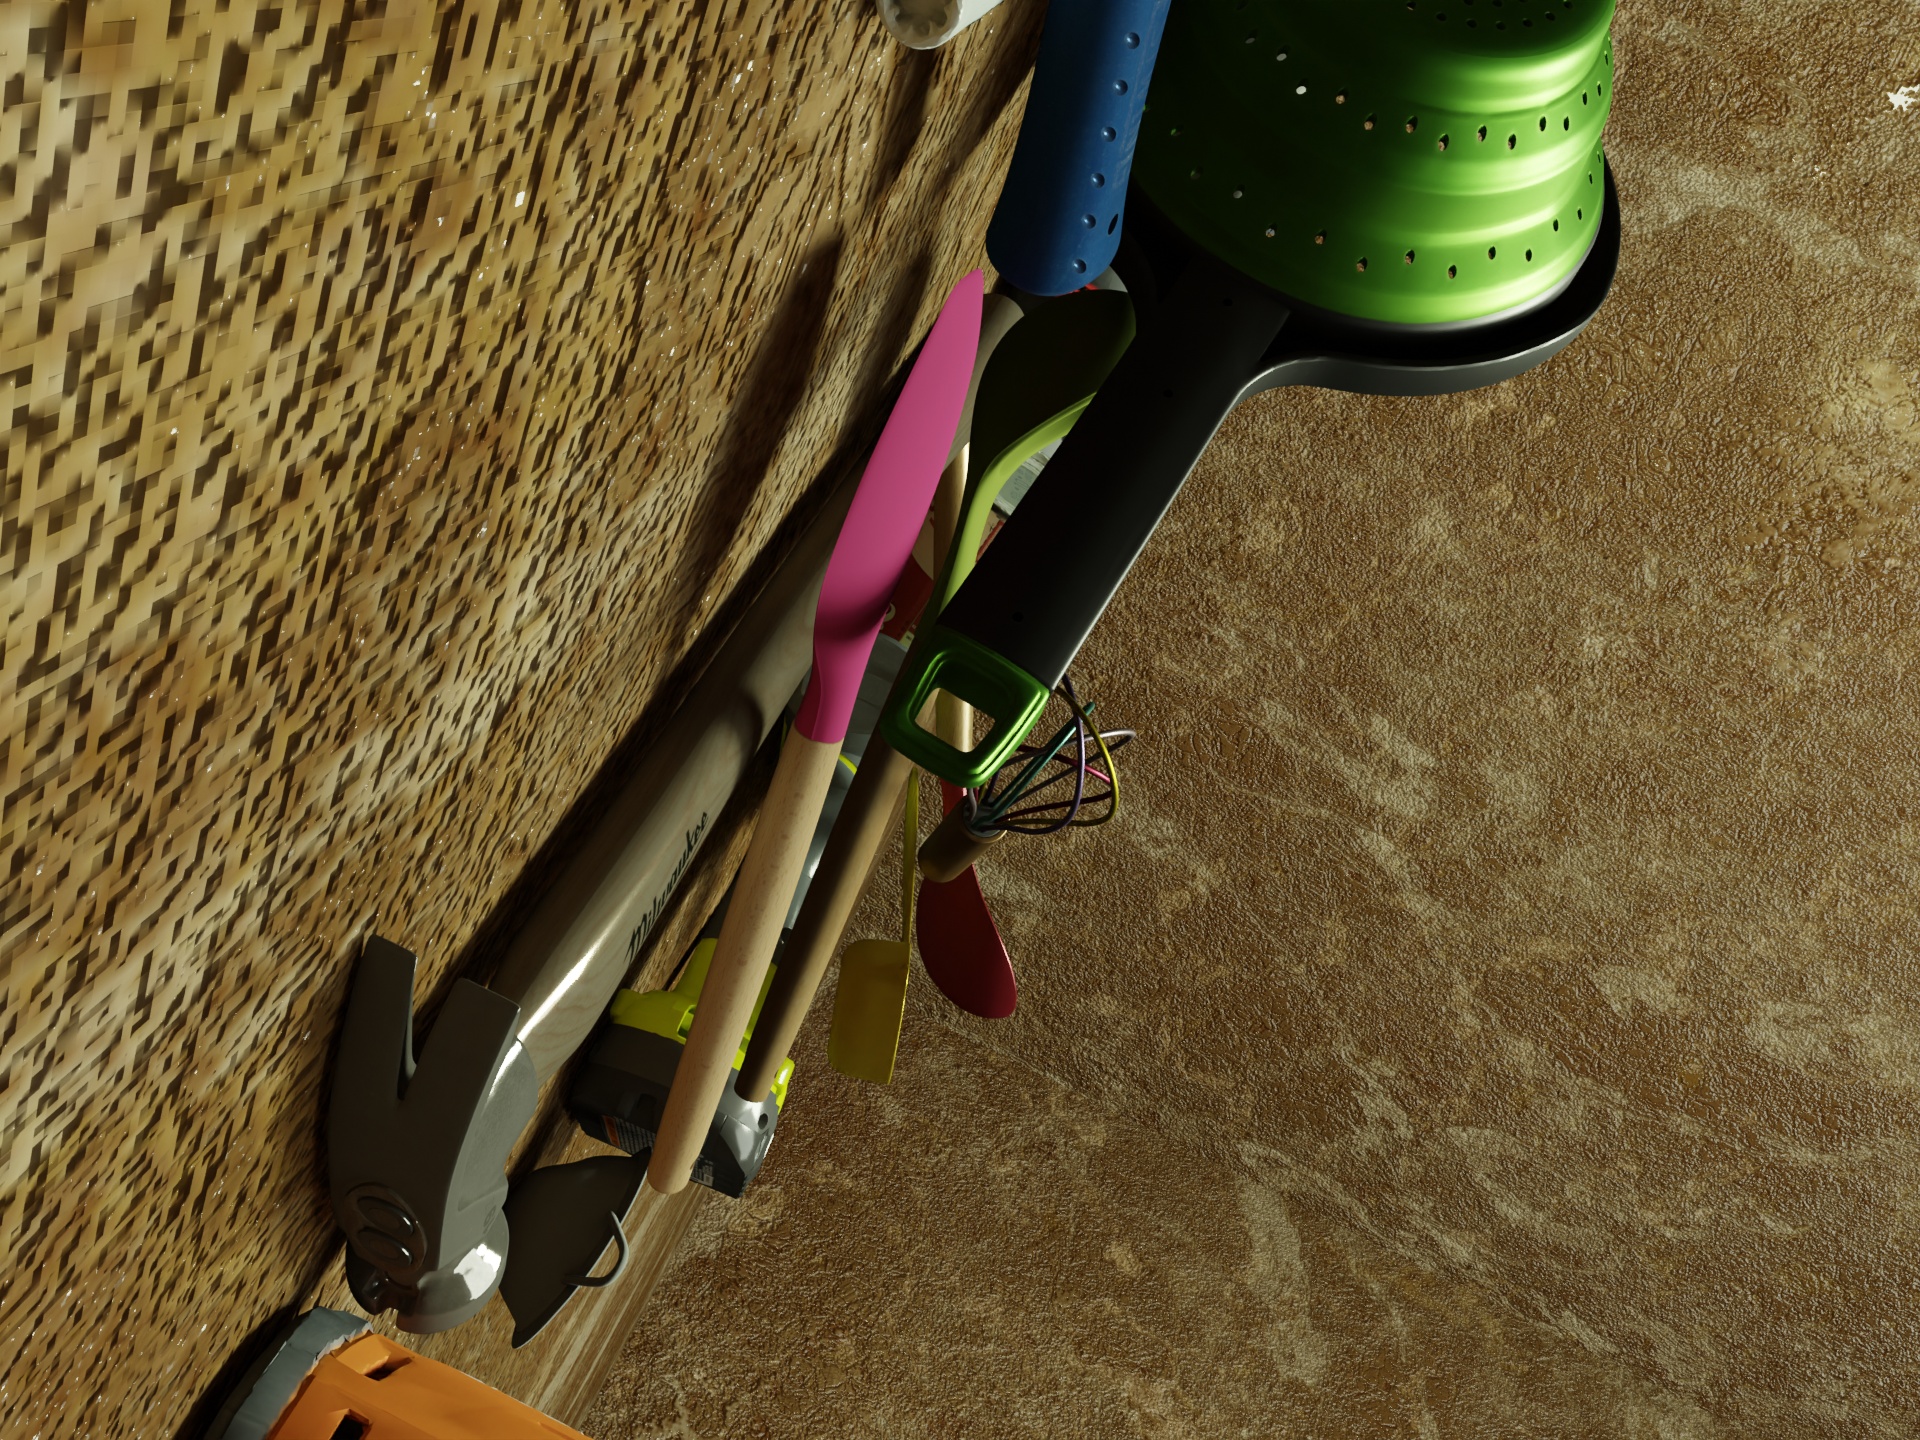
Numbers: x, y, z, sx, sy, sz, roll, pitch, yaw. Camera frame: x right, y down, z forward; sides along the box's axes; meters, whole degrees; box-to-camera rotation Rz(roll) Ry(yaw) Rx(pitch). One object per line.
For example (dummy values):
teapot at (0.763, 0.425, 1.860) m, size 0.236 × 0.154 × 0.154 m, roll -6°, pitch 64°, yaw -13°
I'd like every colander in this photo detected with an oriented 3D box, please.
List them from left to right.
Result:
colander at (0.094, -0.150, 0.462) m, size 0.397 × 0.204 × 0.094 m, roll -57°, pitch 174°, yaw -28°

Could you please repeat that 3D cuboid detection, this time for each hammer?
hammer at (-0.053, -0.029, 0.477) m, size 0.146 × 0.038 × 0.411 m, roll 113°, pitch 3°, yaw -46°
hammer at (0.053, -0.223, 0.247) m, size 0.405 × 0.035 × 0.144 m, roll 106°, pitch 10°, yaw -62°

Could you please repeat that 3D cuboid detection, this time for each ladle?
ladle at (-0.008, 0.002, 0.557) m, size 0.078 × 0.062 × 0.320 m, roll -40°, pitch 154°, yaw -75°
ladle at (-0.001, -0.002, 0.701) m, size 0.031 × 0.069 × 0.315 m, roll -17°, pitch 117°, yaw -34°

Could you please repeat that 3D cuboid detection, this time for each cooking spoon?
cooking spoon at (-0.048, 0.023, 0.459) m, size 0.069 × 0.017 × 0.318 m, roll -60°, pitch 173°, yaw -62°

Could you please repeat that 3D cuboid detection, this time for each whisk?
whisk at (0.014, 0.035, 0.588) m, size 0.051 × 0.047 × 0.245 m, roll -61°, pitch -178°, yaw -18°

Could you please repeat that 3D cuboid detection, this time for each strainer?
strainer at (-0.168, 0.214, 0.672) m, size 0.087 × 0.050 × 0.258 m, roll -55°, pitch -178°, yaw -21°

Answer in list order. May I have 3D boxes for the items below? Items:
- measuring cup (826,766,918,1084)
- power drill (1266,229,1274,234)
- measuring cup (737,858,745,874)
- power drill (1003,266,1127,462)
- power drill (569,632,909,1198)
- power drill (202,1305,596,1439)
measuring cup at (-0.035, 0.079, 0.673) m, size 0.062 × 0.029 × 0.157 m, roll 102°, pitch -7°, yaw -47°
power drill at (0.185, -0.414, 0.896) m, size 0.186 × 0.084 × 0.226 m, roll -91°, pitch -163°, yaw -53°
measuring cup at (-0.108, 0.107, 0.833) m, size 0.168 × 0.038 × 0.083 m, roll -65°, pitch -179°, yaw -55°
power drill at (0.054, -0.185, 0.813) m, size 0.143 × 0.078 × 0.220 m, roll -64°, pitch 176°, yaw 22°
power drill at (-0.084, 0.087, 0.703) m, size 0.171 × 0.080 × 0.223 m, roll 112°, pitch 2°, yaw -65°
power drill at (-0.118, 0.239, 0.433) m, size 0.084 × 0.164 × 0.226 m, roll -63°, pitch -179°, yaw -35°
